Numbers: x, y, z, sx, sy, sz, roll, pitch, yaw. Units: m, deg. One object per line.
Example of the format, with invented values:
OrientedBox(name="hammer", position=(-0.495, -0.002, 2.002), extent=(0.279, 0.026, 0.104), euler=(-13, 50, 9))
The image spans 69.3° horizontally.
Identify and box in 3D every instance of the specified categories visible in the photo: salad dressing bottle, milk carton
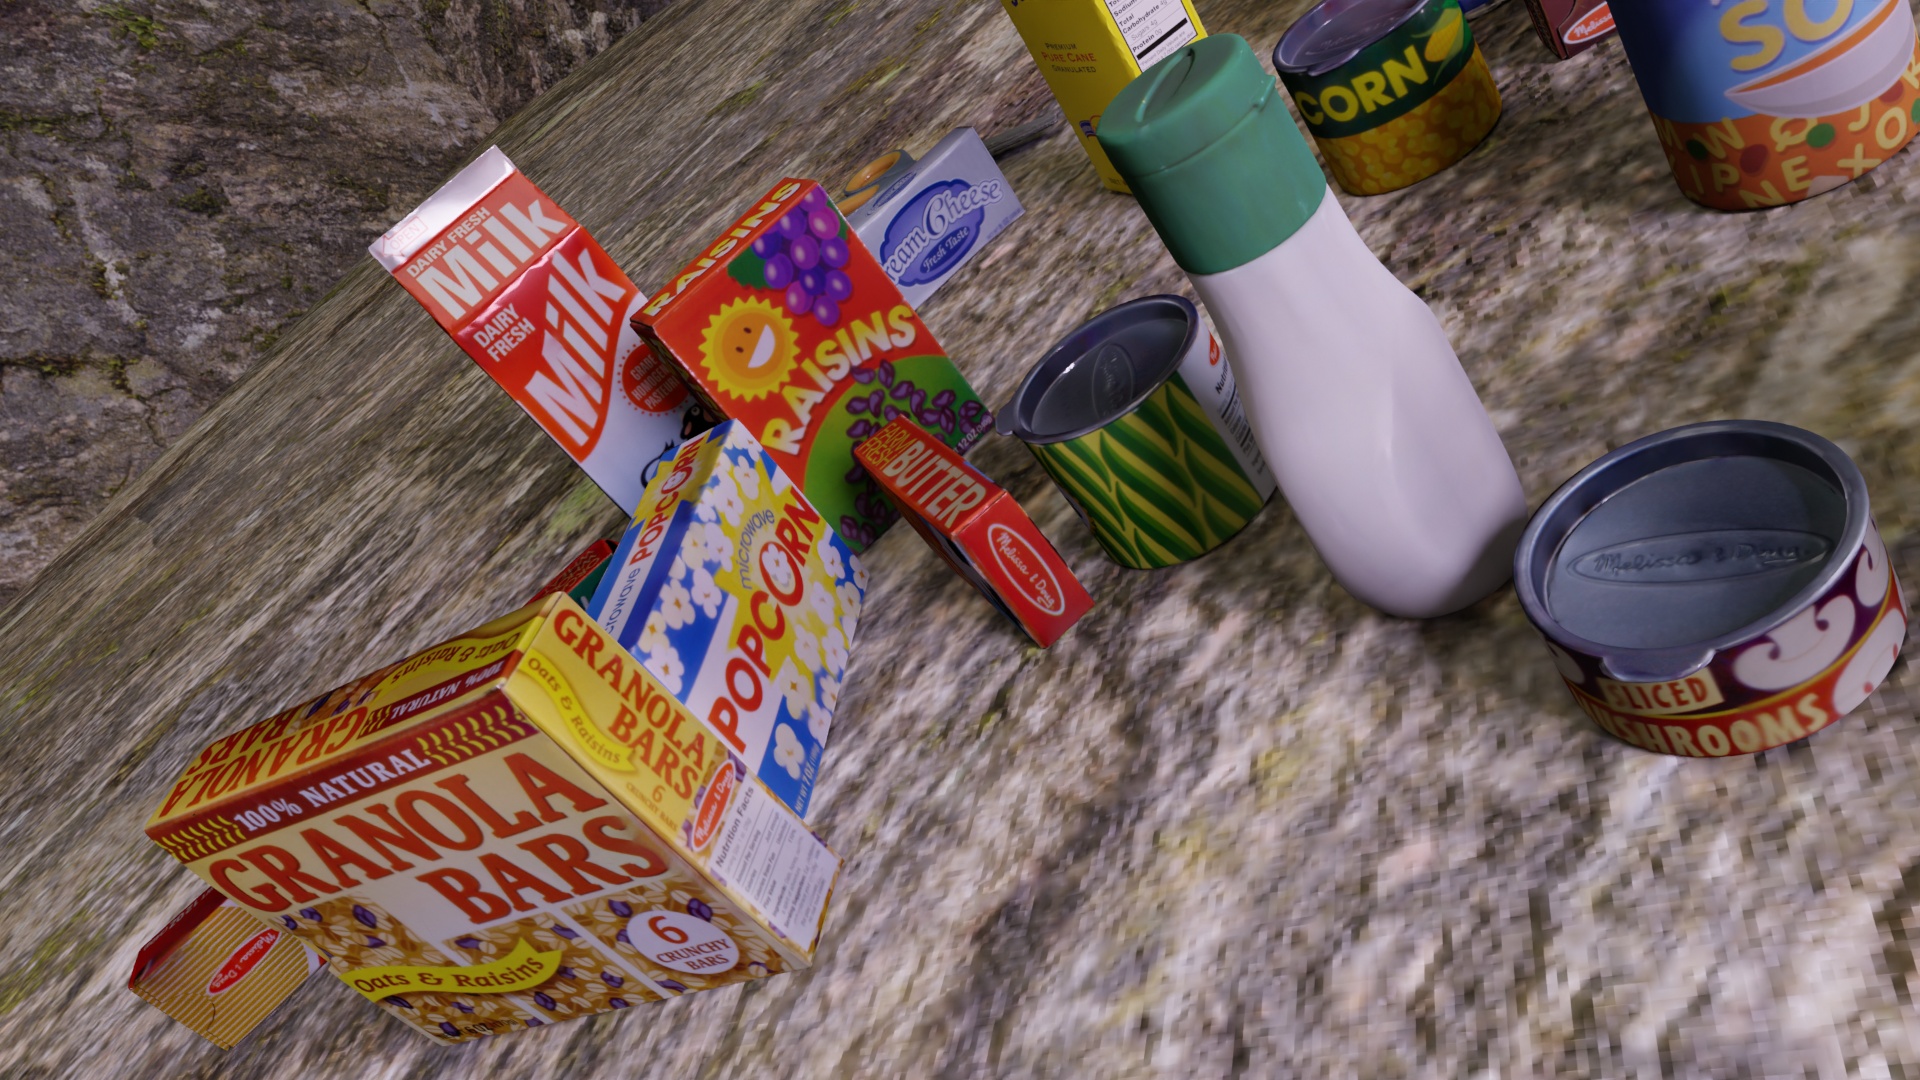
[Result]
OrientedBox(name="salad dressing bottle", position=(0.084, -0.046, 0.324), extent=(0.044, 0.147, 0.064), euler=(-10, 39, 43))
OrientedBox(name="milk carton", position=(-0.167, -0.079, 0.622), extent=(0.072, 0.190, 0.073), euler=(-44, 28, -10))

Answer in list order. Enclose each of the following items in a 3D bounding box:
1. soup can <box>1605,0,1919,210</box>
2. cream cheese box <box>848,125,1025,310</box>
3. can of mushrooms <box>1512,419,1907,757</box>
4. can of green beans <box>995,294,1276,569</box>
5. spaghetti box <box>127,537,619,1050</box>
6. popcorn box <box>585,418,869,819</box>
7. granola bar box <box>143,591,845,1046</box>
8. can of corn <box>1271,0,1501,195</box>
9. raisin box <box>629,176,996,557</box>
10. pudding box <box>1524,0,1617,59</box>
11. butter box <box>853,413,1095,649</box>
OrientedBox(name="soup can", position=(0.219, -0.142, 0.376), extent=(0.071, 0.083, 0.072), euler=(-29, 29, 18))
OrientedBox(name="cream cheese box", position=(-0.020, -0.159, 0.713), extent=(0.104, 0.053, 0.024), euler=(-44, 28, -9))
OrientedBox(name="can of mushrooms", position=(0.151, 0.011, 0.283), extent=(0.071, 0.033, 0.071), euler=(-29, 29, 18))
OrientedBox(name="can of green beans", position=(0.058, -0.033, 0.432), extent=(0.071, 0.057, 0.071), euler=(-29, 29, 18))
OrientedBox(name="spaghetti box", position=(-0.220, 0.100, 0.571), extent=(0.250, 0.050, 0.029), euler=(-44, 28, -9))
OrientedBox(name="popcorn box", position=(-0.079, 0.029, 0.472), extent=(0.038, 0.085, 0.127), euler=(-25, 31, 25))
OrientedBox(name="granola bar box", position=(-0.138, 0.091, 0.408), extent=(0.165, 0.124, 0.039), euler=(-21, 32, 29))
OrientedBox(name="can of corn", position=(0.158, -0.169, 0.515), extent=(0.071, 0.058, 0.071), euler=(-29, 29, 18))
OrientedBox(name="raisin box", position=(-0.055, -0.067, 0.545), extent=(0.086, 0.123, 0.040), euler=(-44, 28, -11))
OrientedBox(name="pudding box", position=(0.242, -0.219, 0.497), extent=(0.083, 0.049, 0.030), euler=(-29, 29, 18))
OrientedBox(name="butter box", position=(0.002, -0.006, 0.463), extent=(0.024, 0.053, 0.104), euler=(-41, 28, -4))
